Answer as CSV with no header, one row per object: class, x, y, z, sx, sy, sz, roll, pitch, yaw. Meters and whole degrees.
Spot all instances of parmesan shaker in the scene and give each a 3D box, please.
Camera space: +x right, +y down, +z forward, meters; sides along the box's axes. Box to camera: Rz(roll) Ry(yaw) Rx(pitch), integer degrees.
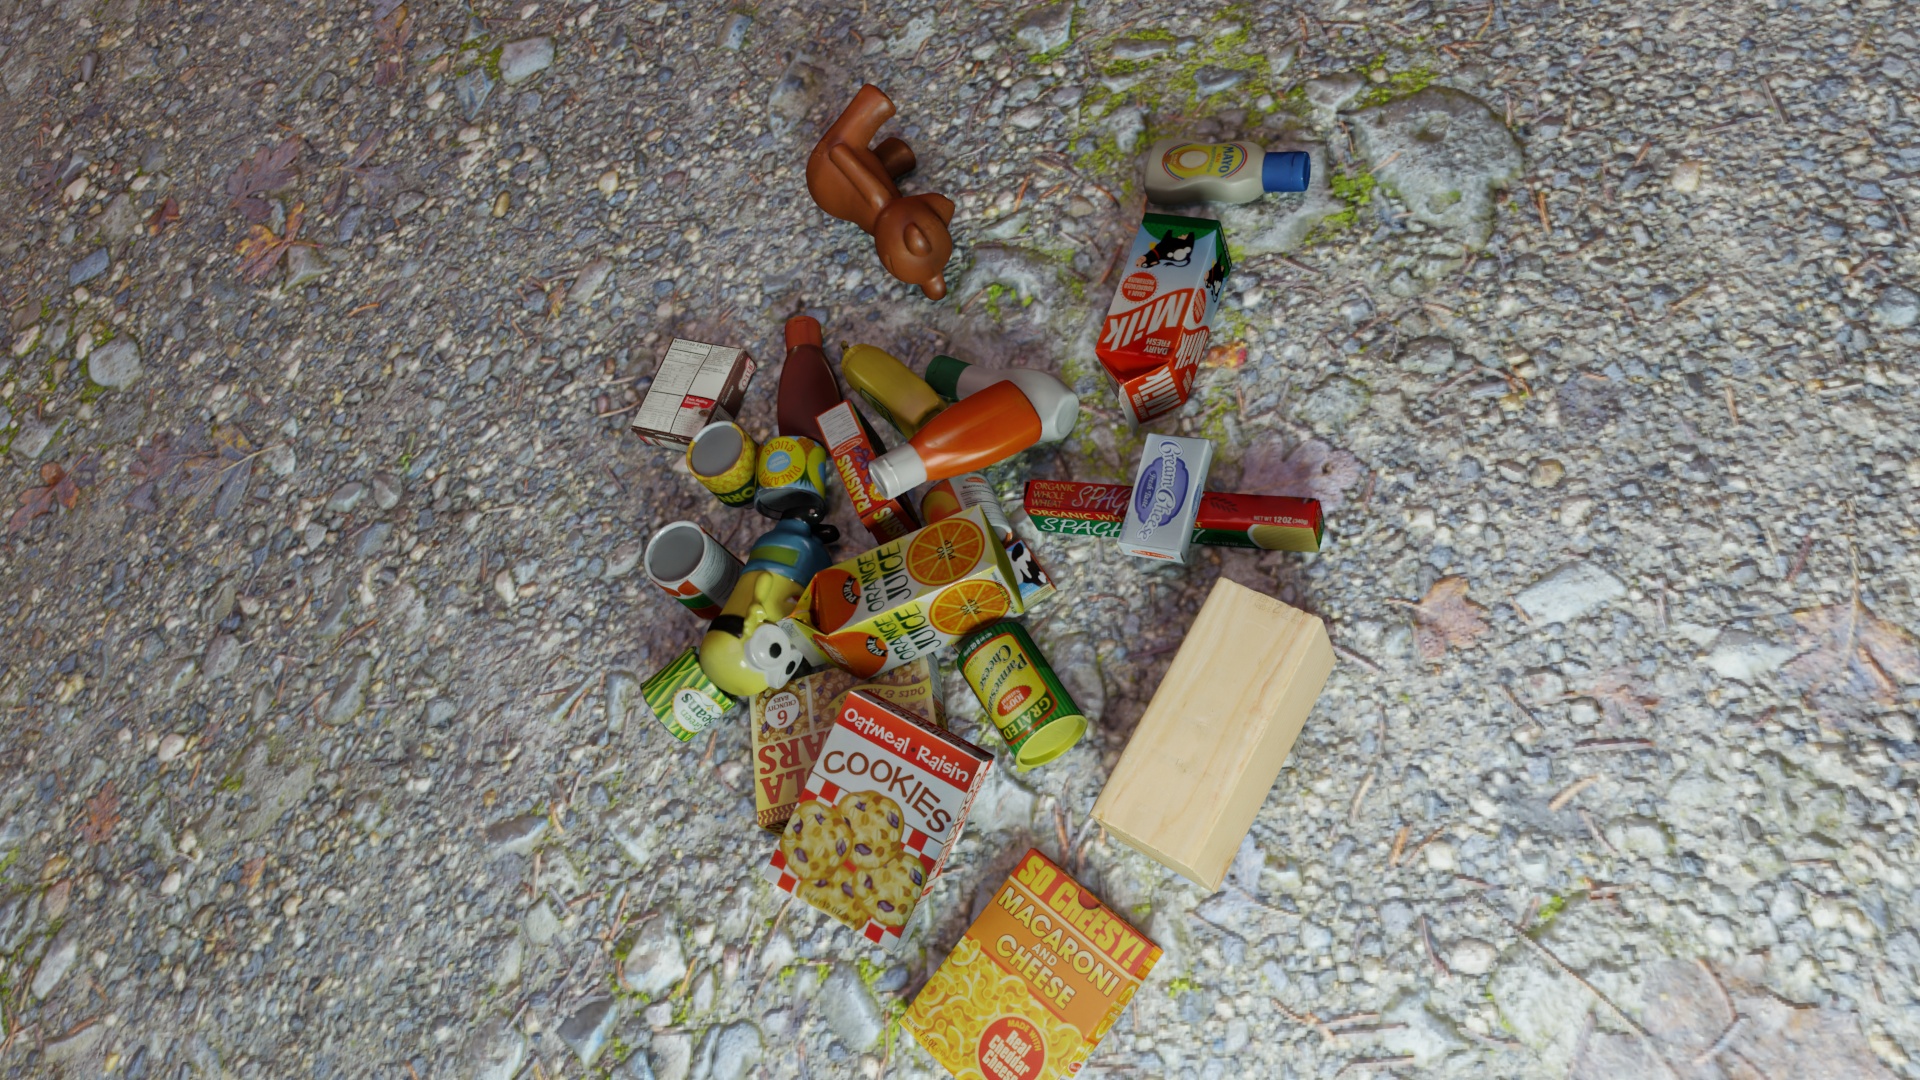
parmesan shaker,0.047,0.126,1.128,0.071,0.071,0.103,-36,58,2

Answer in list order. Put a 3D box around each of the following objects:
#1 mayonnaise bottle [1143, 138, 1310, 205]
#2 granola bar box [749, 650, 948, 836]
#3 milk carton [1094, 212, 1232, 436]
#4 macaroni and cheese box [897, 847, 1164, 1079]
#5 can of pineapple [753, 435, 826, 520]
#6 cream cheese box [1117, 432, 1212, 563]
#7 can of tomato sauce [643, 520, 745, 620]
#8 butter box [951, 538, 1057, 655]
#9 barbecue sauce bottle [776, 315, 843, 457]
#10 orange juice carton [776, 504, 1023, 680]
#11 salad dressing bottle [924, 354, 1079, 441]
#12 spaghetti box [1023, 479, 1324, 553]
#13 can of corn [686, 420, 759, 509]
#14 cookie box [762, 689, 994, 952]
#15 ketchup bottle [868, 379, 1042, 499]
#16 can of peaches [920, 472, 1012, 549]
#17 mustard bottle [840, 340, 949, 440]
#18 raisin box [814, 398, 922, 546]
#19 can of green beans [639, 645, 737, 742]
mayonnaise bottle,0.249,-0.344,1.296,0.148,0.041,0.065,6,66,24
granola bar box,-0.093,0.169,1.175,0.165,0.039,0.125,-16,60,13
milk carton,0.176,-0.190,1.230,0.073,0.072,0.191,12,70,25
macaroni and cheese box,0.053,0.334,1.037,0.124,0.040,0.166,34,81,30
can of pineapple,-0.159,-0.058,1.295,0.071,0.071,0.058,-11,62,16
cream cheese box,0.167,-0.036,1.126,0.053,0.024,0.104,9,69,24
can of tomato sauce,-0.244,0.027,1.277,0.071,0.083,0.071,-8,63,17
butter box,0.026,0.049,1.198,0.103,0.024,0.053,-34,58,2
barbecue sauce bottle,-0.148,-0.151,1.351,0.065,0.043,0.149,-8,60,-2
orange juice carton,-0.052,0.052,1.158,0.192,0.071,0.073,-23,47,7
salad dressing bottle,0.036,-0.135,1.274,0.148,0.044,0.064,22,83,30
spaghetti box,0.174,-0.021,1.161,0.250,0.050,0.029,5,66,23
can of corn,-0.220,-0.072,1.332,0.071,0.058,0.071,-9,62,17
cookie box,-0.065,0.219,1.101,0.123,0.040,0.167,26,92,16
ketchup bottle,-0.006,-0.083,1.194,0.149,0.043,0.065,-27,61,-17
can of peaches,0.004,-0.015,1.215,0.071,0.071,0.058,-28,59,6
mustard bottle,-0.070,-0.146,1.311,0.049,0.065,0.161,-42,52,-7
raisin box,-0.081,-0.056,1.254,0.040,0.086,0.124,-29,59,4
can of green beans,-0.240,0.136,1.233,0.058,0.071,0.071,-37,58,0
